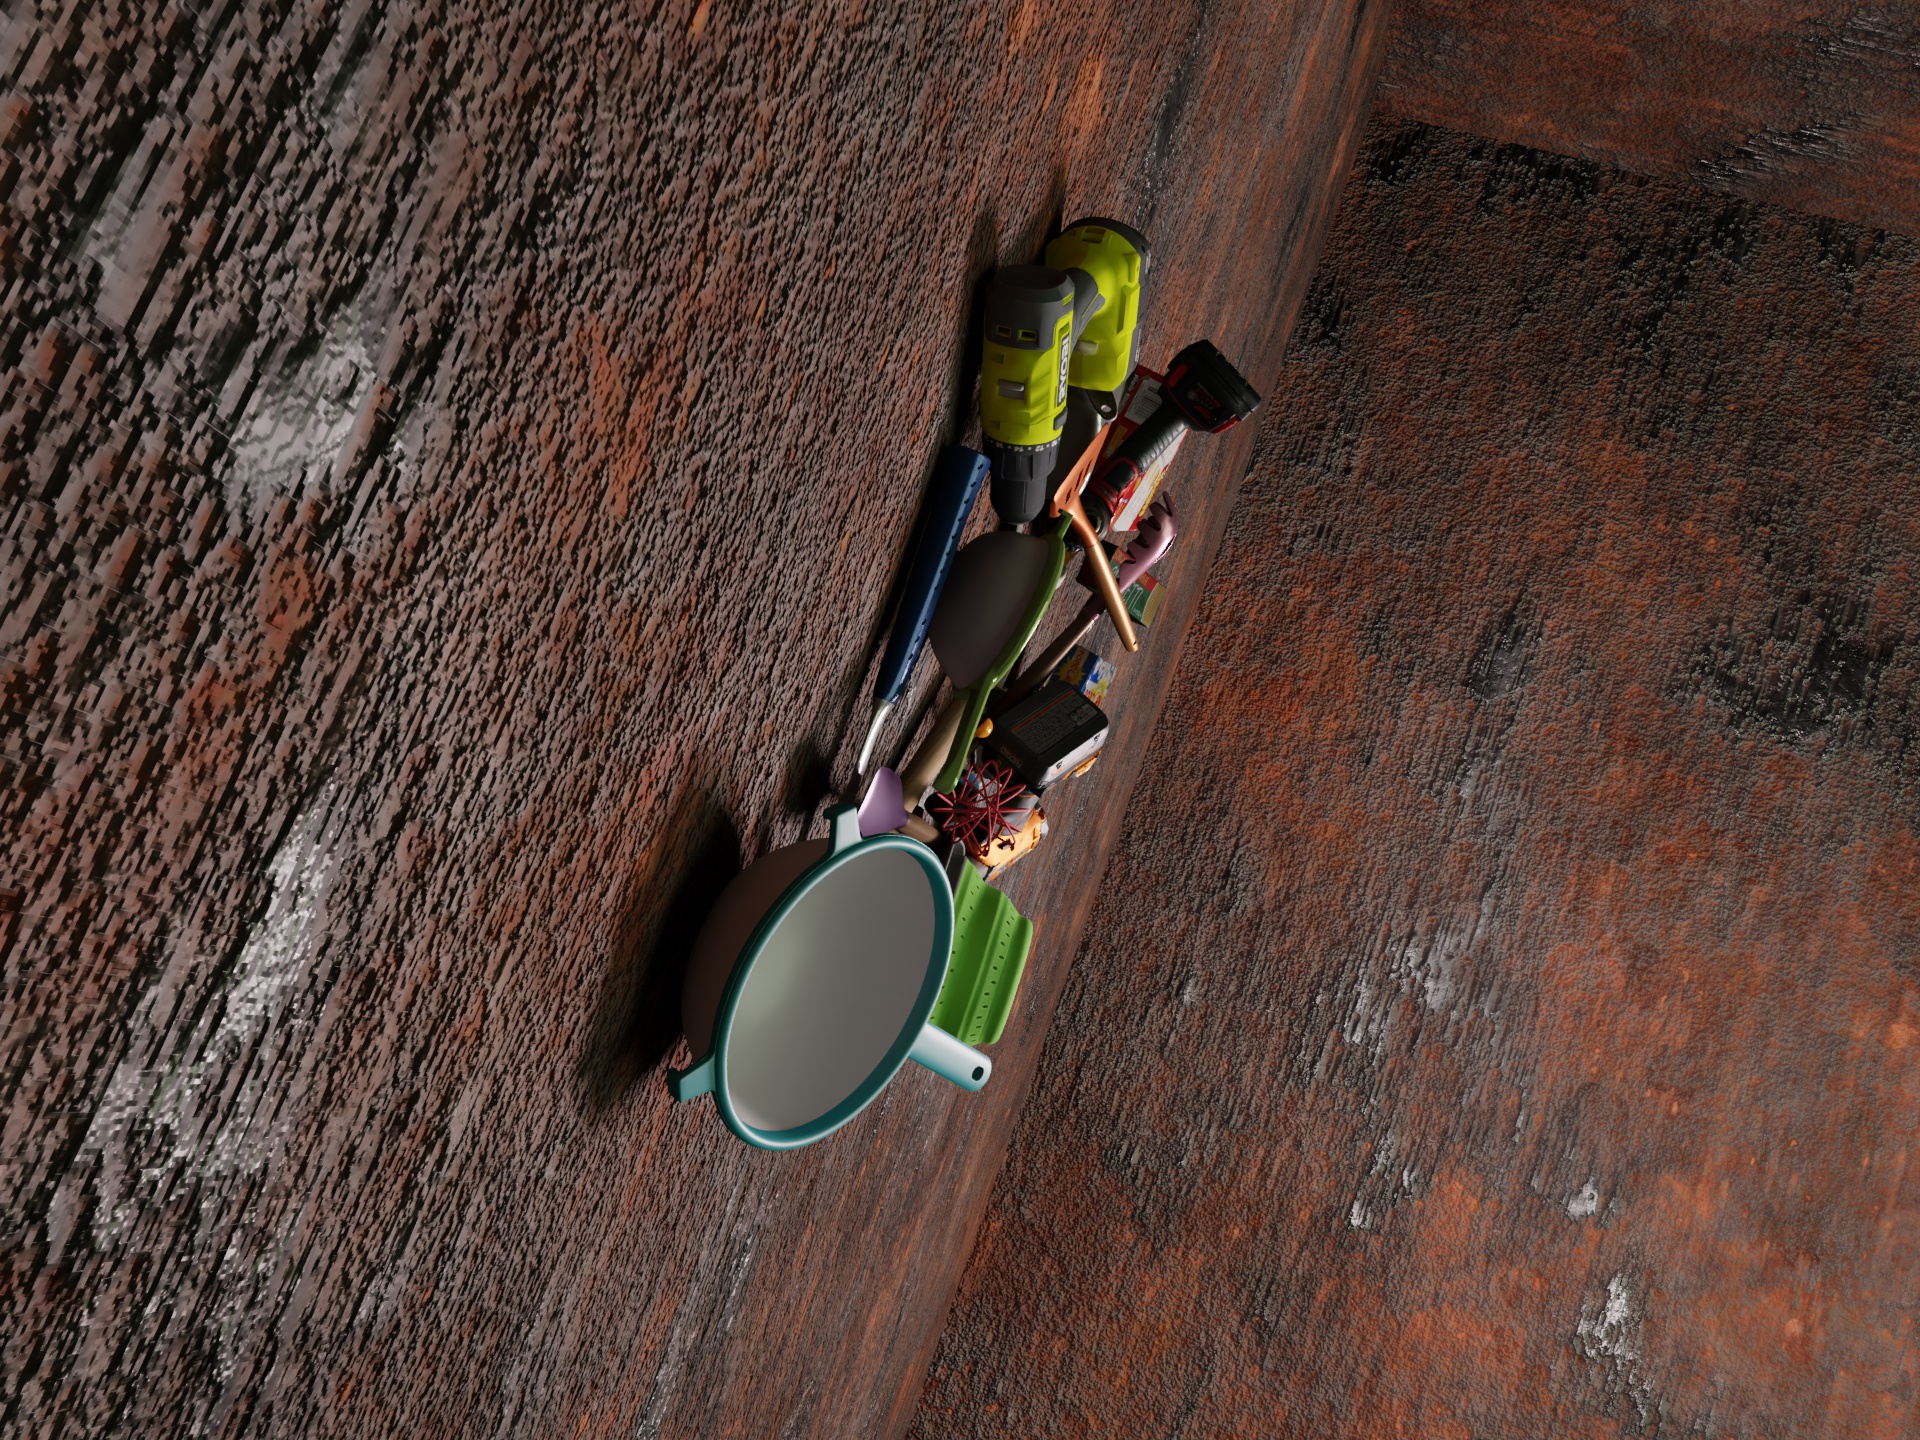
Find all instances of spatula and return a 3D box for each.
[{"bbox_3d":[0.124,-0.139,1.375,0.081,0.041,0.322,-55,150,-14],"label":"spatula"},{"bbox_3d":[-0.043,0.080,1.224,0.315,0.018,0.060,47,66,-77],"label":"spatula"}]

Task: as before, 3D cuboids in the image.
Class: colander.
[{"bbox_3d":[0.004,0.214,1.425,0.397,0.094,0.204,83,25,-86],"label":"colander"}]

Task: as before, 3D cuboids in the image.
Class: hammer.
[{"bbox_3d":[-0.002,-0.004,1.372,0.331,0.031,0.130,-57,177,-39],"label":"hammer"},{"bbox_3d":[0.126,-0.092,1.712,0.409,0.036,0.149,-51,160,-35],"label":"hammer"},{"bbox_3d":[-0.059,-0.003,1.155,0.144,0.035,0.405,39,70,-77],"label":"hammer"}]

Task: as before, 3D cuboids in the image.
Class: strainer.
[{"bbox_3d":[0.000,-0.055,1.204,0.151,0.069,0.257,-45,-161,47],"label":"strainer"},{"bbox_3d":[-0.079,0.181,1.057,0.211,0.095,0.340,-60,147,-11],"label":"strainer"}]

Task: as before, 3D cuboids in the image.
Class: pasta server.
[{"bbox_3d":[0.097,-0.084,1.488,0.316,0.040,0.060,-47,179,13],"label":"pasta server"}]

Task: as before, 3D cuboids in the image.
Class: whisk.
[{"bbox_3d":[0.003,0.070,1.280,0.296,0.073,0.073,160,-50,-80],"label":"whisk"},{"bbox_3d":[-0.080,0.168,1.125,0.055,0.055,0.238,-56,155,-52],"label":"whisk"}]

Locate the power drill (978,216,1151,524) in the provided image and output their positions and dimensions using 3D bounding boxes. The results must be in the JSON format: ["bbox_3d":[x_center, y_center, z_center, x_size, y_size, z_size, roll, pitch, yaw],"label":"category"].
[{"bbox_3d":[0.075,-0.275,1.224,0.229,0.080,0.190,-56,155,-50],"label":"power drill"}]

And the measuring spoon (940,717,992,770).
[{"bbox_3d":[0.005,0.026,1.443,0.021,0.011,0.117,-52,-177,-30],"label":"measuring spoon"}]

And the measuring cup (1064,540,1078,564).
[{"bbox_3d":[0.073,-0.143,1.567,0.156,0.029,0.062,-47,-174,-34],"label":"measuring cup"}]

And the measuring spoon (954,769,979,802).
[{"bbox_3d":[0.004,0.060,1.559,0.128,0.021,0.042,73,37,-73],"label":"measuring spoon"}]

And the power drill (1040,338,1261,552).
[{"bbox_3d":[0.166,-0.242,1.464,0.226,0.080,0.188,-44,-172,6],"label":"power drill"}]

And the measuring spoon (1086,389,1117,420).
[{"bbox_3d":[0.109,-0.292,1.347,0.018,0.034,0.124,86,-11,-54],"label":"measuring spoon"}]

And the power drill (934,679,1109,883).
[{"bbox_3d":[0.043,0.079,1.537,0.164,0.084,0.226,-33,158,-40],"label":"power drill"}]
